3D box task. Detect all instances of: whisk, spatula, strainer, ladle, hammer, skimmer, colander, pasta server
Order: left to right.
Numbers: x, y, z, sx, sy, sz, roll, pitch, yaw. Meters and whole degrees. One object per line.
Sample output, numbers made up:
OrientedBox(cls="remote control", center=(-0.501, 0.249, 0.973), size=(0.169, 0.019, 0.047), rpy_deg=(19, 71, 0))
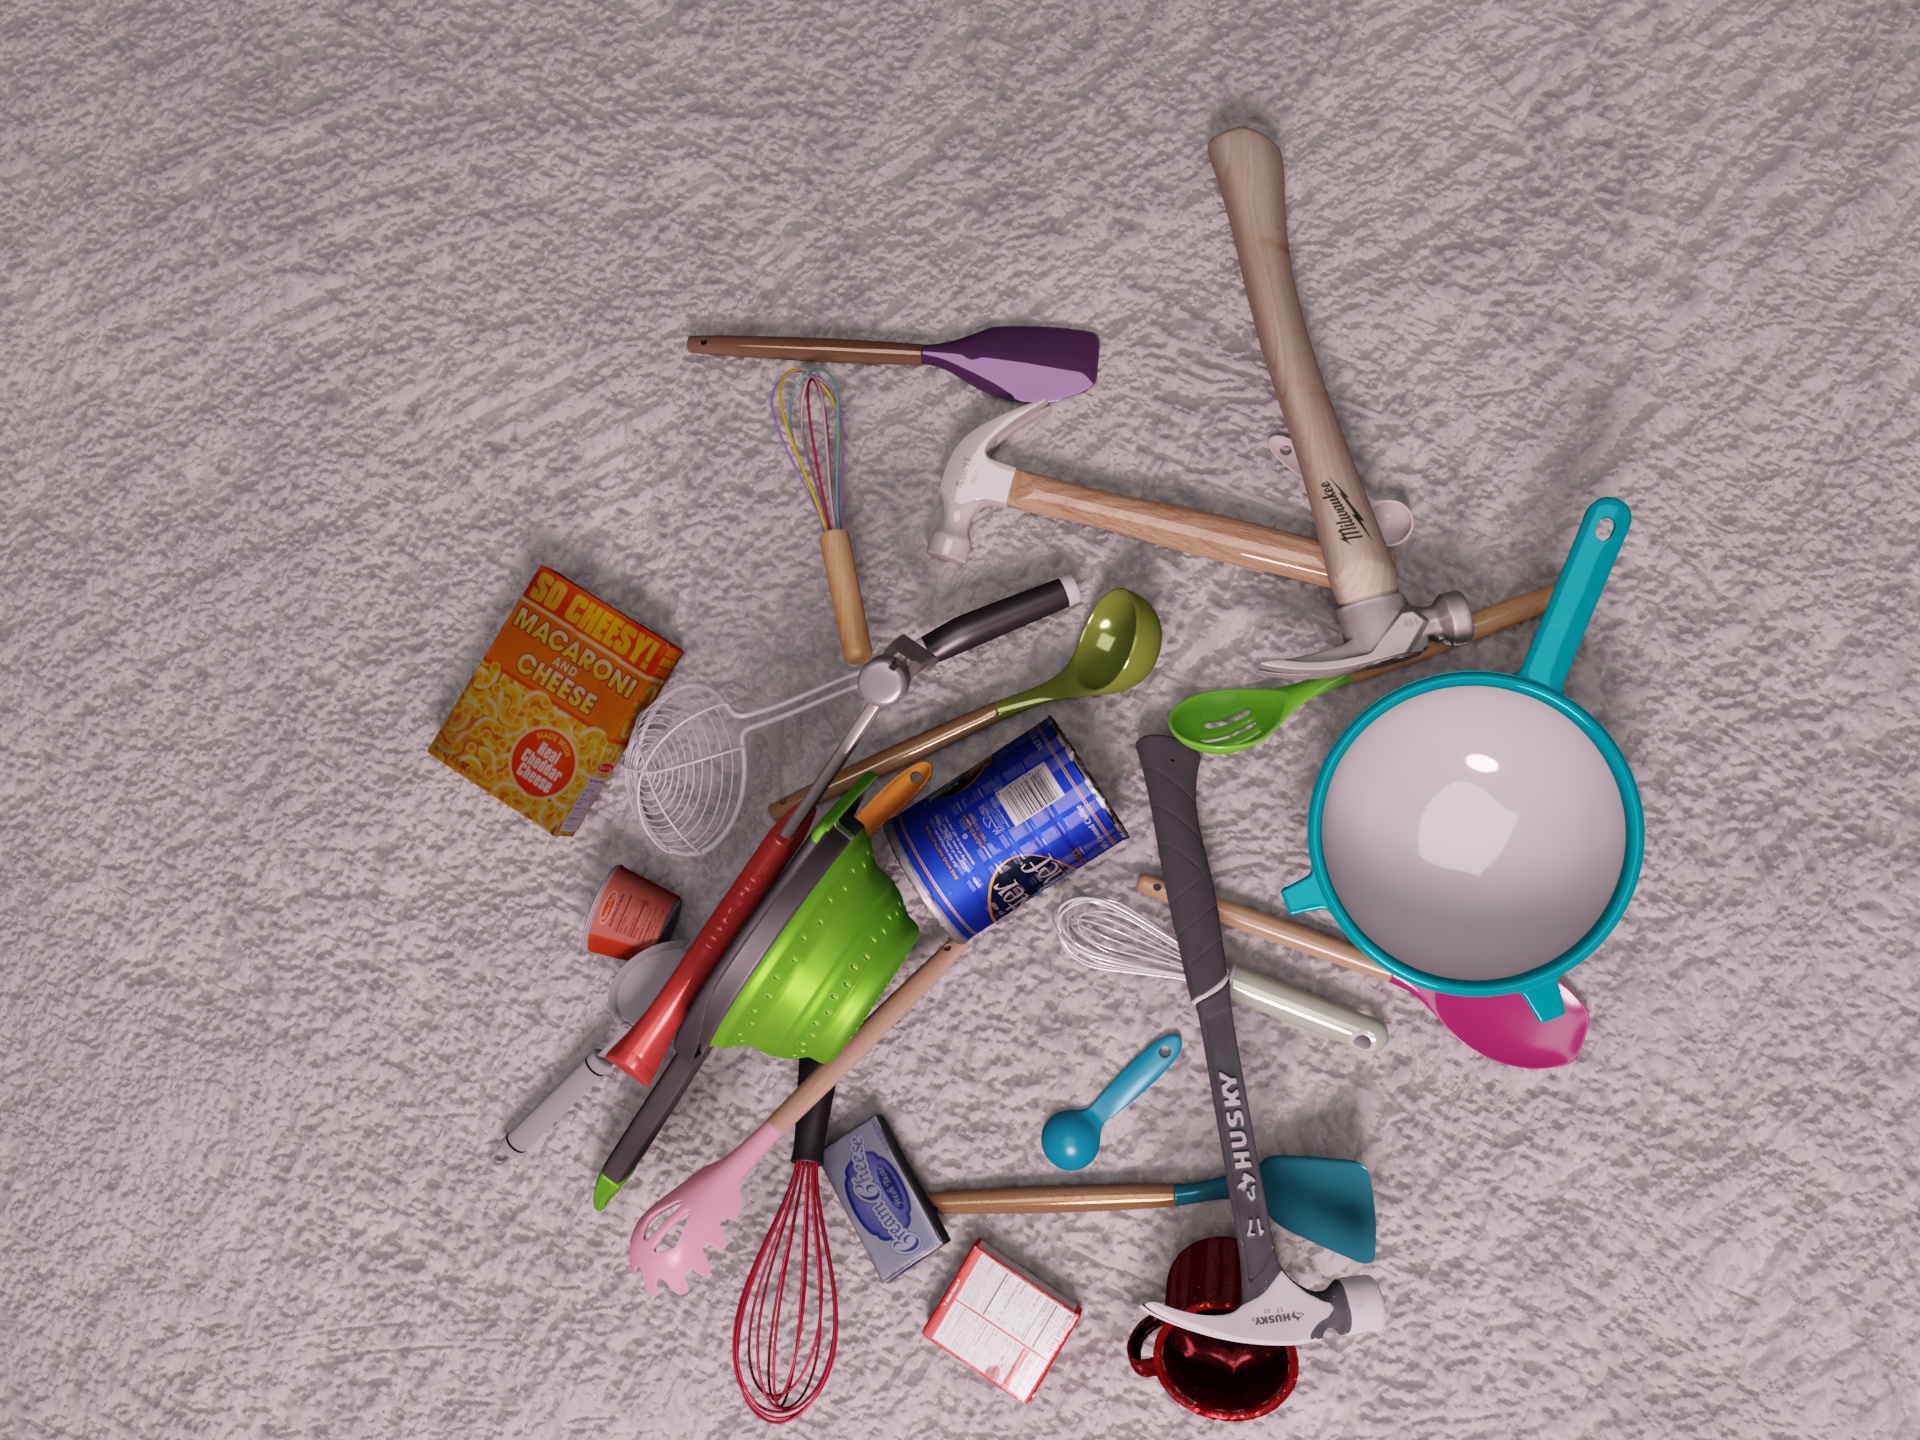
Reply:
OrientedBox(cls="strainer", center=(-0.257, 0.246, 1.161), size=(0.258, 0.086, 0.050), rpy_deg=(-44, 39, 12))
OrientedBox(cls="colander", center=(-0.134, 0.219, 1.085), size=(0.094, 0.204, 0.397), rpy_deg=(35, 114, 3))
OrientedBox(cls="hammer", center=(-0.131, 0.097, 1.083), size=(0.037, 0.149, 0.359), rpy_deg=(35, 100, 1))
OrientedBox(cls="whisk", center=(-0.108, 0.327, 1.103), size=(0.073, 0.073, 0.296), rpy_deg=(1, 66, 9))
OrientedBox(cls="pasta server", center=(-0.107, 0.264, 1.097), size=(0.060, 0.040, 0.316), rpy_deg=(36, 69, 29))
OrientedBox(cls="whisk", center=(-0.092, -0.154, 1.162), size=(0.051, 0.047, 0.245), rpy_deg=(-20, 69, 18))
OrientedBox(cls="skimmer", center=(-0.080, -0.016, 1.171), size=(0.363, 0.090, 0.127), rpy_deg=(-23, 67, -4))
OrientedBox(cls="spatula", center=(-0.054, -0.275, 1.202), size=(0.316, 0.018, 0.060), rpy_deg=(5, 83, 8))
OrientedBox(cls="ladle", center=(-0.002, -0.004, 1.150), size=(0.320, 0.062, 0.078), rpy_deg=(-24, 41, 9))
OrientedBox(cls="spatula", center=(0.122, 0.335, 1.102), size=(0.317, 0.044, 0.082), rpy_deg=(-5, 111, 10))
OrientedBox(cls="hammer", center=(0.148, -0.144, 1.152), size=(0.331, 0.031, 0.130), rpy_deg=(15, 87, 9))
OrientedBox(cls="hammer", center=(0.165, 0.200, 1.058), size=(0.149, 0.036, 0.409), rpy_deg=(-4, 66, -8))
OrientedBox(cls="whisk", center=(0.180, 0.178, 1.111), size=(0.246, 0.059, 0.057), rpy_deg=(21, 124, 6))
OrientedBox(cls="hammer", center=(0.232, -0.231, 1.126), size=(0.146, 0.038, 0.411), rpy_deg=(-14, 77, 2))
OrientedBox(cls="strainer", center=(0.362, 0.015, 1.067), size=(0.211, 0.095, 0.340), rpy_deg=(23, 91, 7))

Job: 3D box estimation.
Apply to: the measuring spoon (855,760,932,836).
OrientedBox(cls="measuring spoon", center=(-0.064, 0.072, 1.175), size=(0.117, 0.011, 0.021), rpy_deg=(-43, 77, -1))

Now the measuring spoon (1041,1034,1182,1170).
OrientedBox(cls="measuring spoon", center=(0.108, 0.268, 1.121), size=(0.128, 0.021, 0.042), rpy_deg=(-44, 80, 3))

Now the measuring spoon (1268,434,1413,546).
OrientedBox(cls="measuring spoon", center=(0.272, -0.166, 1.147), size=(0.124, 0.018, 0.034), rpy_deg=(40, 88, 17))

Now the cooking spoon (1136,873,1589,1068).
OrientedBox(cls="cooking spoon", center=(0.276, 0.165, 1.109), size=(0.319, 0.017, 0.069), rpy_deg=(19, 88, 9))

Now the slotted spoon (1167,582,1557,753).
OrientedBox(cls="slotted spoon", center=(0.297, -0.041, 1.117), size=(0.314, 0.070, 0.031), rpy_deg=(-21, 126, 2))
